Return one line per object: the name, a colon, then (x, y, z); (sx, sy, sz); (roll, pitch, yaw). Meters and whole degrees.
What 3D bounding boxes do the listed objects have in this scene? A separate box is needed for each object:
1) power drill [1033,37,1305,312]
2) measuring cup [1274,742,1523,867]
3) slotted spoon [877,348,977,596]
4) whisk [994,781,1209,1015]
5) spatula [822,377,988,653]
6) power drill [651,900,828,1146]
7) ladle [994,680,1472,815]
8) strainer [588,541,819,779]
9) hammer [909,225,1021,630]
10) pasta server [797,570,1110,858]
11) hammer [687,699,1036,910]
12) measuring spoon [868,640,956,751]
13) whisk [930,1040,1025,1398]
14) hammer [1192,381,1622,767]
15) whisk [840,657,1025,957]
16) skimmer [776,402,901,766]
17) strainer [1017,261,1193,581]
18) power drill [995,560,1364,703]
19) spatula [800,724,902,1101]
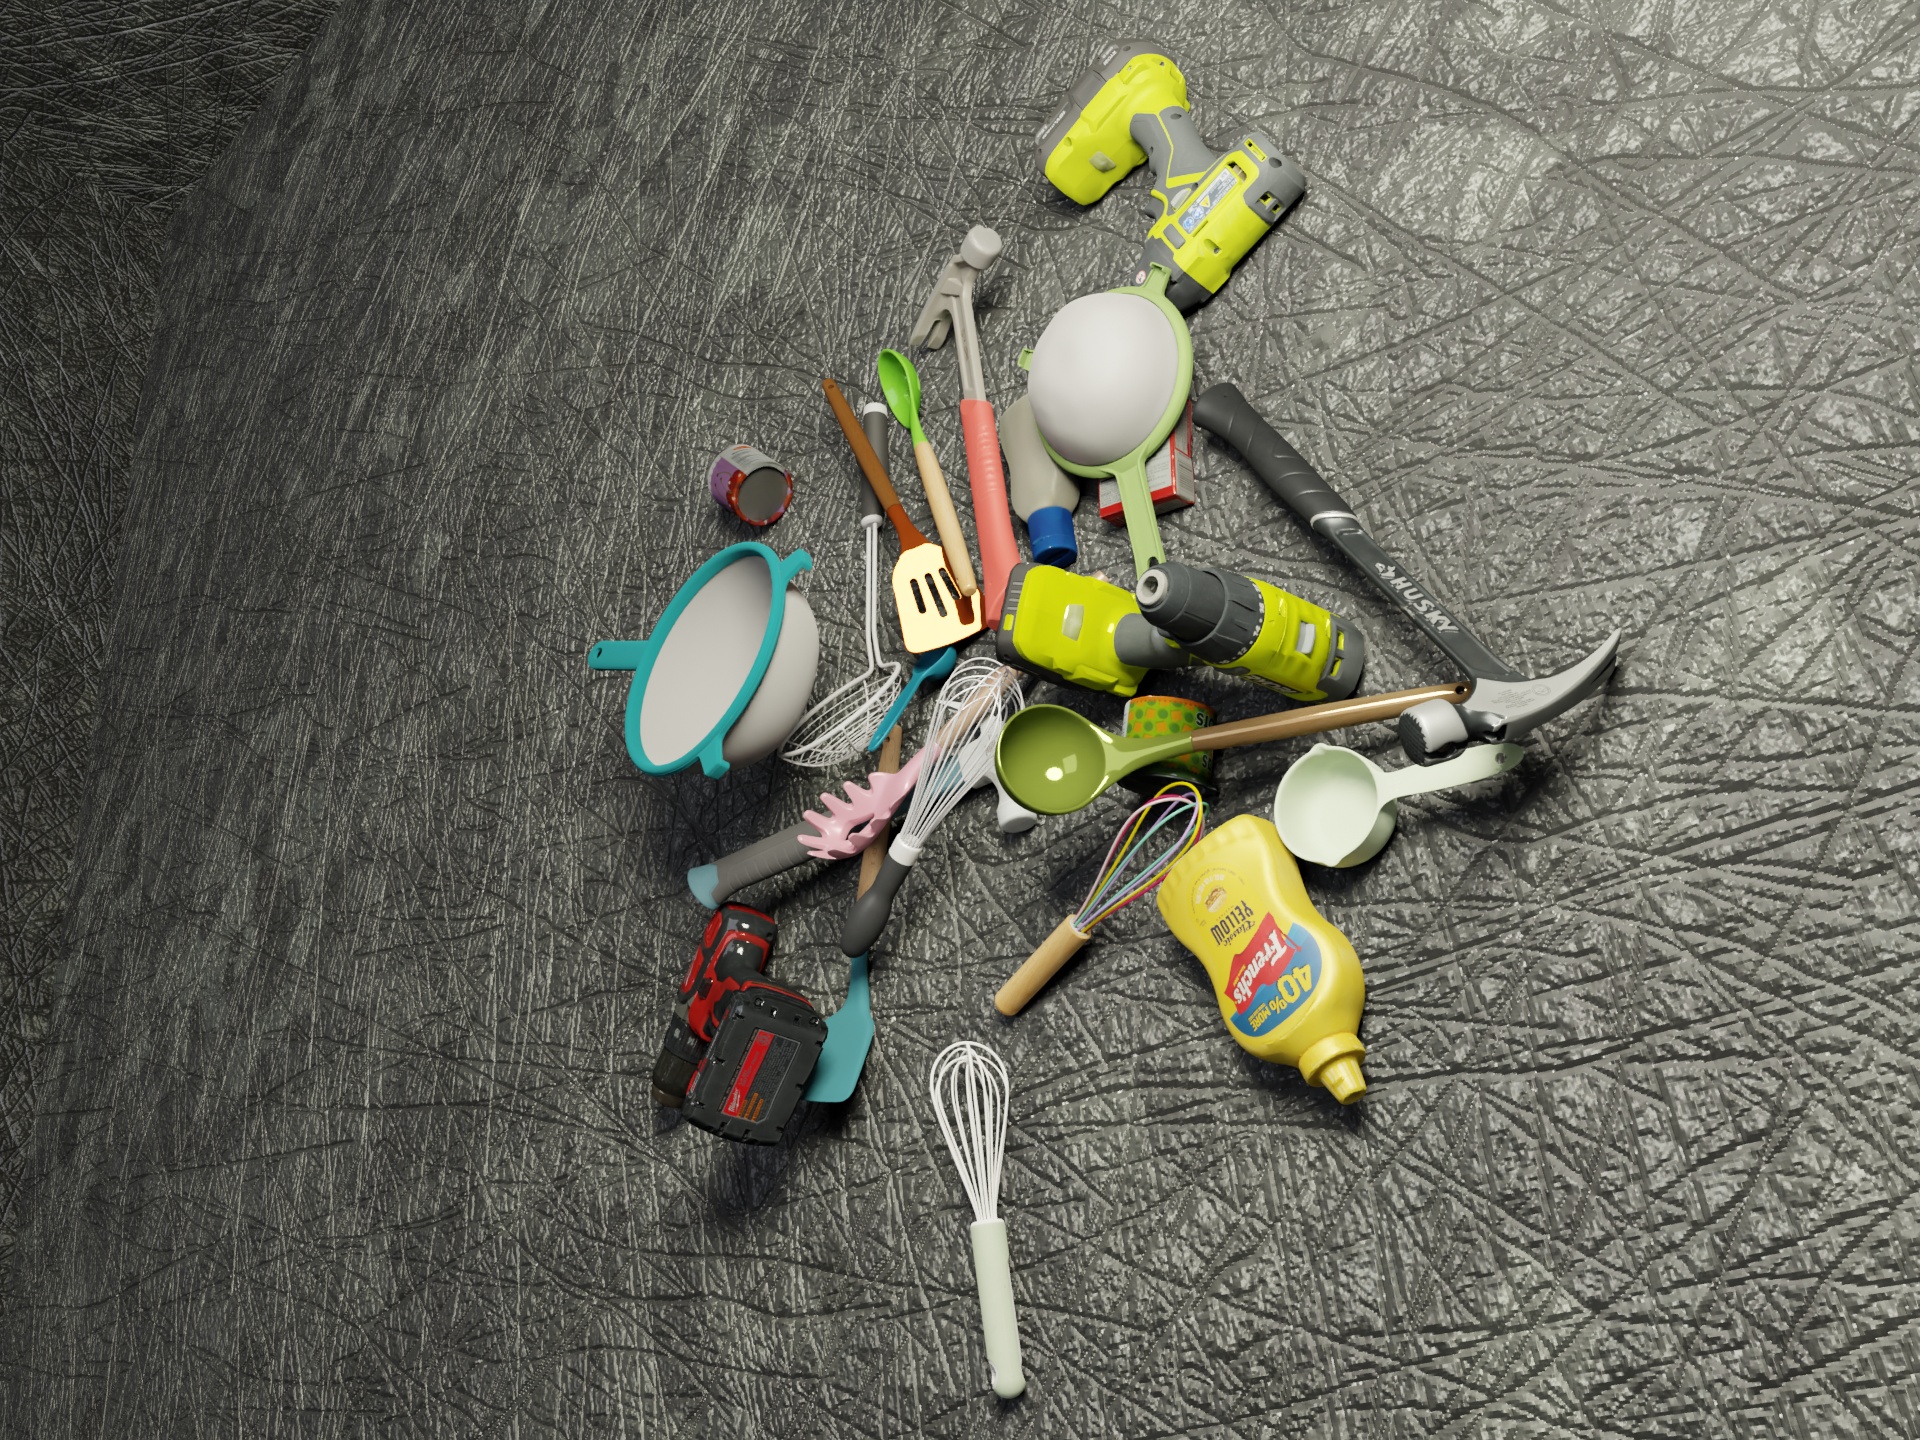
power drill: (0.155, -0.430, 1.277); (0.171, 0.080, 0.223); (-45, 51, 22)
measuring cup: (0.279, 0.045, 1.000); (0.167, 0.038, 0.083); (-20, 61, 36)
slotted spoon: (-0.027, -0.217, 1.373); (0.070, 0.031, 0.314); (92, 166, -48)
whisk: (0.096, 0.130, 1.127); (0.047, 0.051, 0.245); (50, 124, 19)
spatula: (-0.064, -0.193, 1.392); (0.081, 0.041, 0.323); (-22, 53, -6)
power drill: (-0.196, 0.267, 1.313); (0.188, 0.080, 0.227); (-65, 21, 4)
ladle: (0.175, 0.006, 1.036); (0.320, 0.062, 0.078); (-11, 71, 21)
strainer: (-0.220, -0.039, 1.378); (0.340, 0.095, 0.211); (4, 70, 55)
hammer: (0.013, -0.230, 1.323); (0.149, 0.036, 0.359); (129, 140, -54)
pasta server: (-0.002, -0.004, 1.244); (0.316, 0.040, 0.060); (-45, 41, 4)
hammer: (-0.091, 0.084, 1.309); (0.331, 0.033, 0.128); (-25, 56, 23)
measuring spoon: (-0.038, -0.016, 1.309); (0.042, 0.021, 0.129); (-17, 33, 50)
whisk: (0.019, 0.351, 1.134); (0.057, 0.059, 0.247); (115, 149, -63)
hammer: (0.262, -0.122, 1.048); (0.149, 0.036, 0.409); (-18, 42, -10)
whisk: (-0.027, 0.073, 1.213); (0.070, 0.070, 0.284); (52, 124, 42)
skimmer: (-0.101, -0.130, 1.397); (0.127, 0.090, 0.364); (-22, 60, 44)
strainer: (0.106, -0.216, 1.194); (0.151, 0.069, 0.257); (-26, 65, 37)
power drill: (0.131, -0.064, 1.080); (0.229, 0.190, 0.080); (5, 81, 50)
spatula: (-0.084, 0.153, 1.307); (0.082, 0.044, 0.318); (-5, 70, 41)
